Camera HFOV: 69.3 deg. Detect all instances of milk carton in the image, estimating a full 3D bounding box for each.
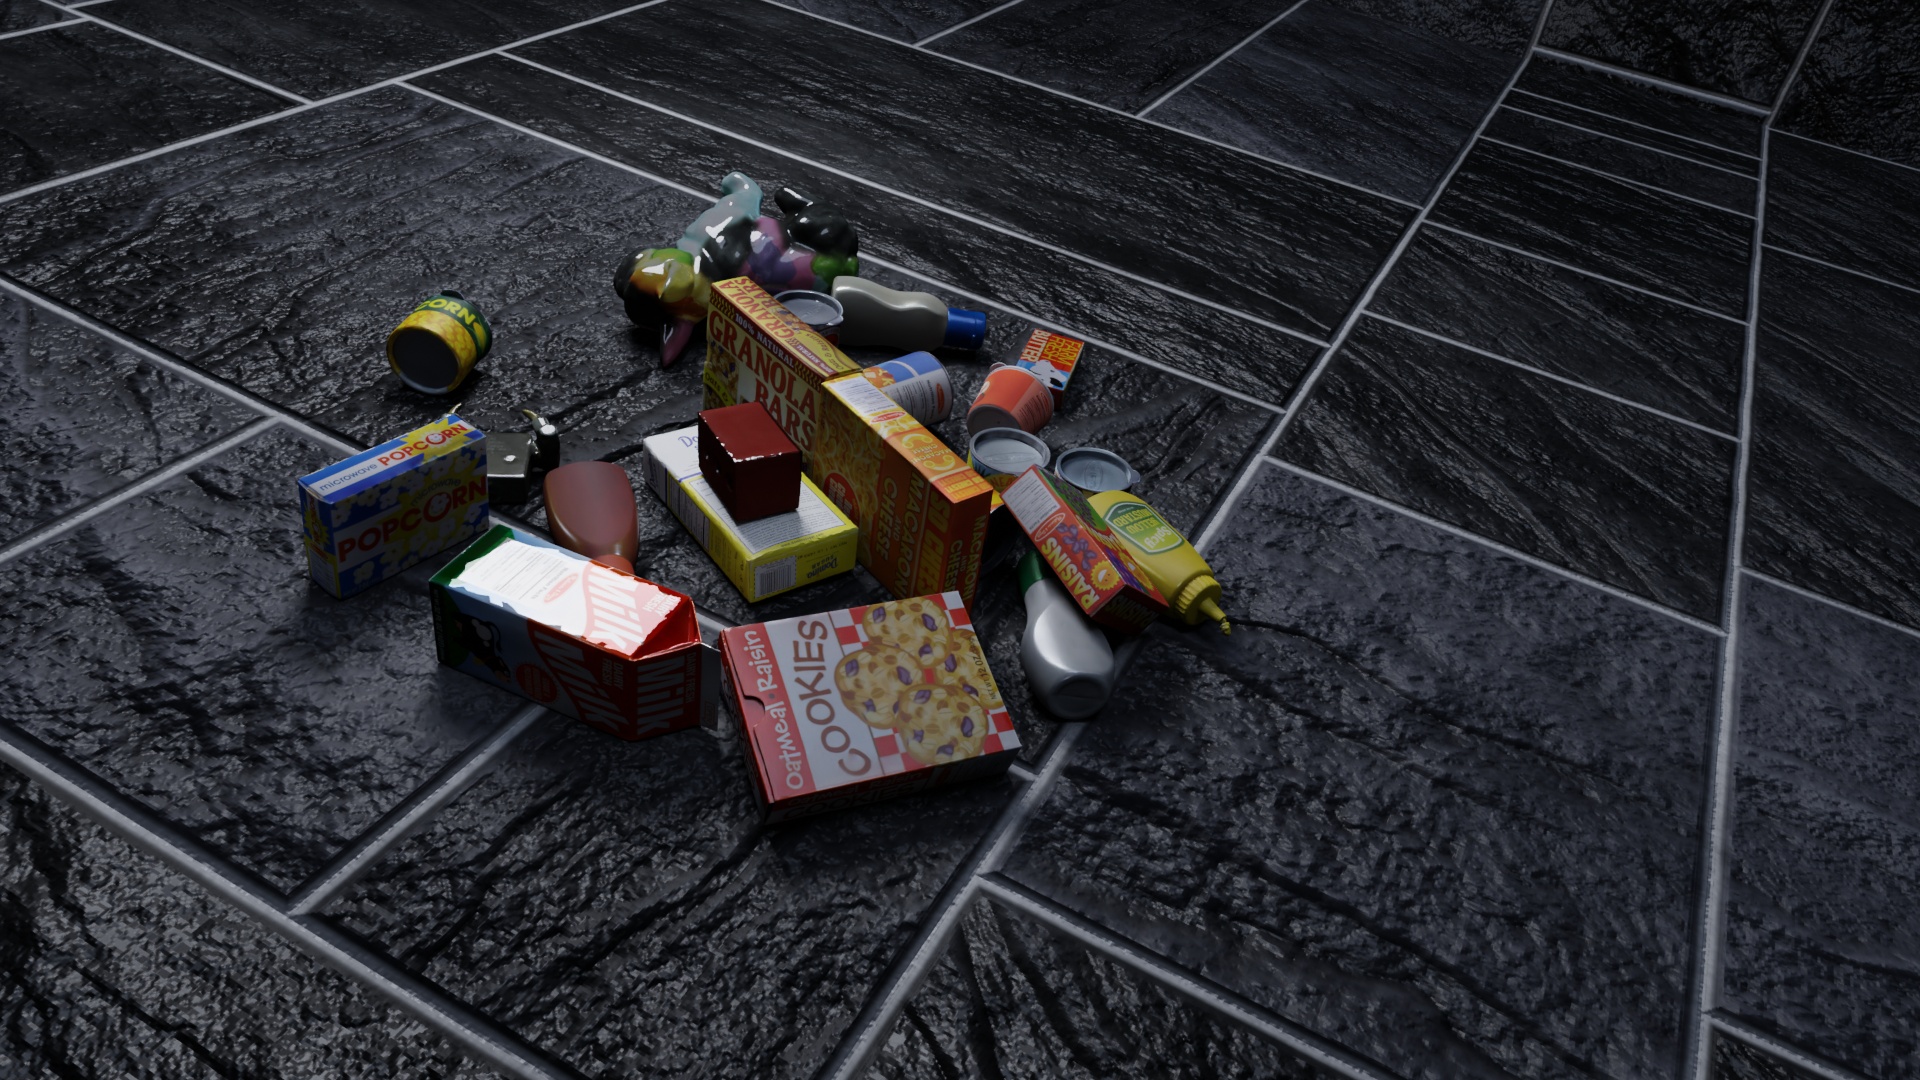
[{"bbox_3d":[-0.239,0.065,0.897,0.191,0.072,0.074,19,37,13],"label":"milk carton"}]

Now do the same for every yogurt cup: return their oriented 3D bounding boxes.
[{"bbox_3d":[0.041,-0.110,1.207,0.072,0.072,0.054,22,46,15],"label":"yogurt cup"}]

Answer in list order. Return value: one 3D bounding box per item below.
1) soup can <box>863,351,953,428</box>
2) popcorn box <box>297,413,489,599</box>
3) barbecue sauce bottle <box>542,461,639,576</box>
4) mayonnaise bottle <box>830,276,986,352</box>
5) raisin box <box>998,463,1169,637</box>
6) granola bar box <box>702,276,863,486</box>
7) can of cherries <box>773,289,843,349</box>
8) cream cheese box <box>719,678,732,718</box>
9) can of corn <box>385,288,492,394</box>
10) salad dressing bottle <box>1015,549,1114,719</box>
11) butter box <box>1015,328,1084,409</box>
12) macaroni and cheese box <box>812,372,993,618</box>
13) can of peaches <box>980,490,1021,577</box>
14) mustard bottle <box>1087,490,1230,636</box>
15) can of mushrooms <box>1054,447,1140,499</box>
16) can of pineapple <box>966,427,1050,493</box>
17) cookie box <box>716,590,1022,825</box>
[{"bbox_3d":[-0.060,-0.121,1.195,0.084,0.071,0.071,-24,48,-37],"label":"soup can"},{"bbox_3d":[-0.391,-0.025,0.967,0.038,0.084,0.127,30,40,23],"label":"popcorn box"},{"bbox_3d":[-0.260,0.001,1.000,0.065,0.043,0.149,-6,40,-21],"label":"barbecue sauce bottle"},{"bbox_3d":[-0.051,-0.210,1.320,0.148,0.064,0.041,7,39,-11],"label":"mayonnaise bottle"},{"bbox_3d":[0.091,0.008,1.021,0.124,0.040,0.086,54,15,29],"label":"raisin box"},{"bbox_3d":[-0.148,-0.121,1.123,0.039,0.123,0.166,-20,46,-36],"label":"granola bar box"},{"bbox_3d":[-0.141,-0.187,1.269,0.071,0.058,0.072,7,35,-5],"label":"can of cherries"},{"bbox_3d":[-0.109,0.092,0.931,0.104,0.024,0.053,-10,41,-25],"label":"cream cheese box"},{"bbox_3d":[-0.434,-0.165,1.157,0.071,0.070,0.058,12,37,2],"label":"can of corn"},{"bbox_3d":[0.070,0.063,0.999,0.064,0.043,0.148,7,34,-14],"label":"salad dressing bottle"},{"bbox_3d":[0.082,-0.163,1.320,0.053,0.024,0.104,16,37,7],"label":"butter box"},{"bbox_3d":[-0.047,-0.030,1.026,0.040,0.123,0.167,-20,46,-33],"label":"macaroni and cheese box"},{"bbox_3d":[0.004,-0.013,1.064,0.058,0.070,0.071,33,42,29],"label":"can of peaches"},{"bbox_3d":[0.154,0.021,1.070,0.065,0.048,0.161,-20,46,-32],"label":"mustard bottle"},{"bbox_3d":[0.112,-0.046,1.162,0.071,0.033,0.071,7,36,-5],"label":"can of mushrooms"},{"bbox_3d":[0.036,-0.049,1.127,0.071,0.057,0.071,6,37,-5],"label":"can of pineapple"},{"bbox_3d":[-0.061,0.103,0.888,0.168,0.040,0.123,-8,57,-24],"label":"cookie box"}]
